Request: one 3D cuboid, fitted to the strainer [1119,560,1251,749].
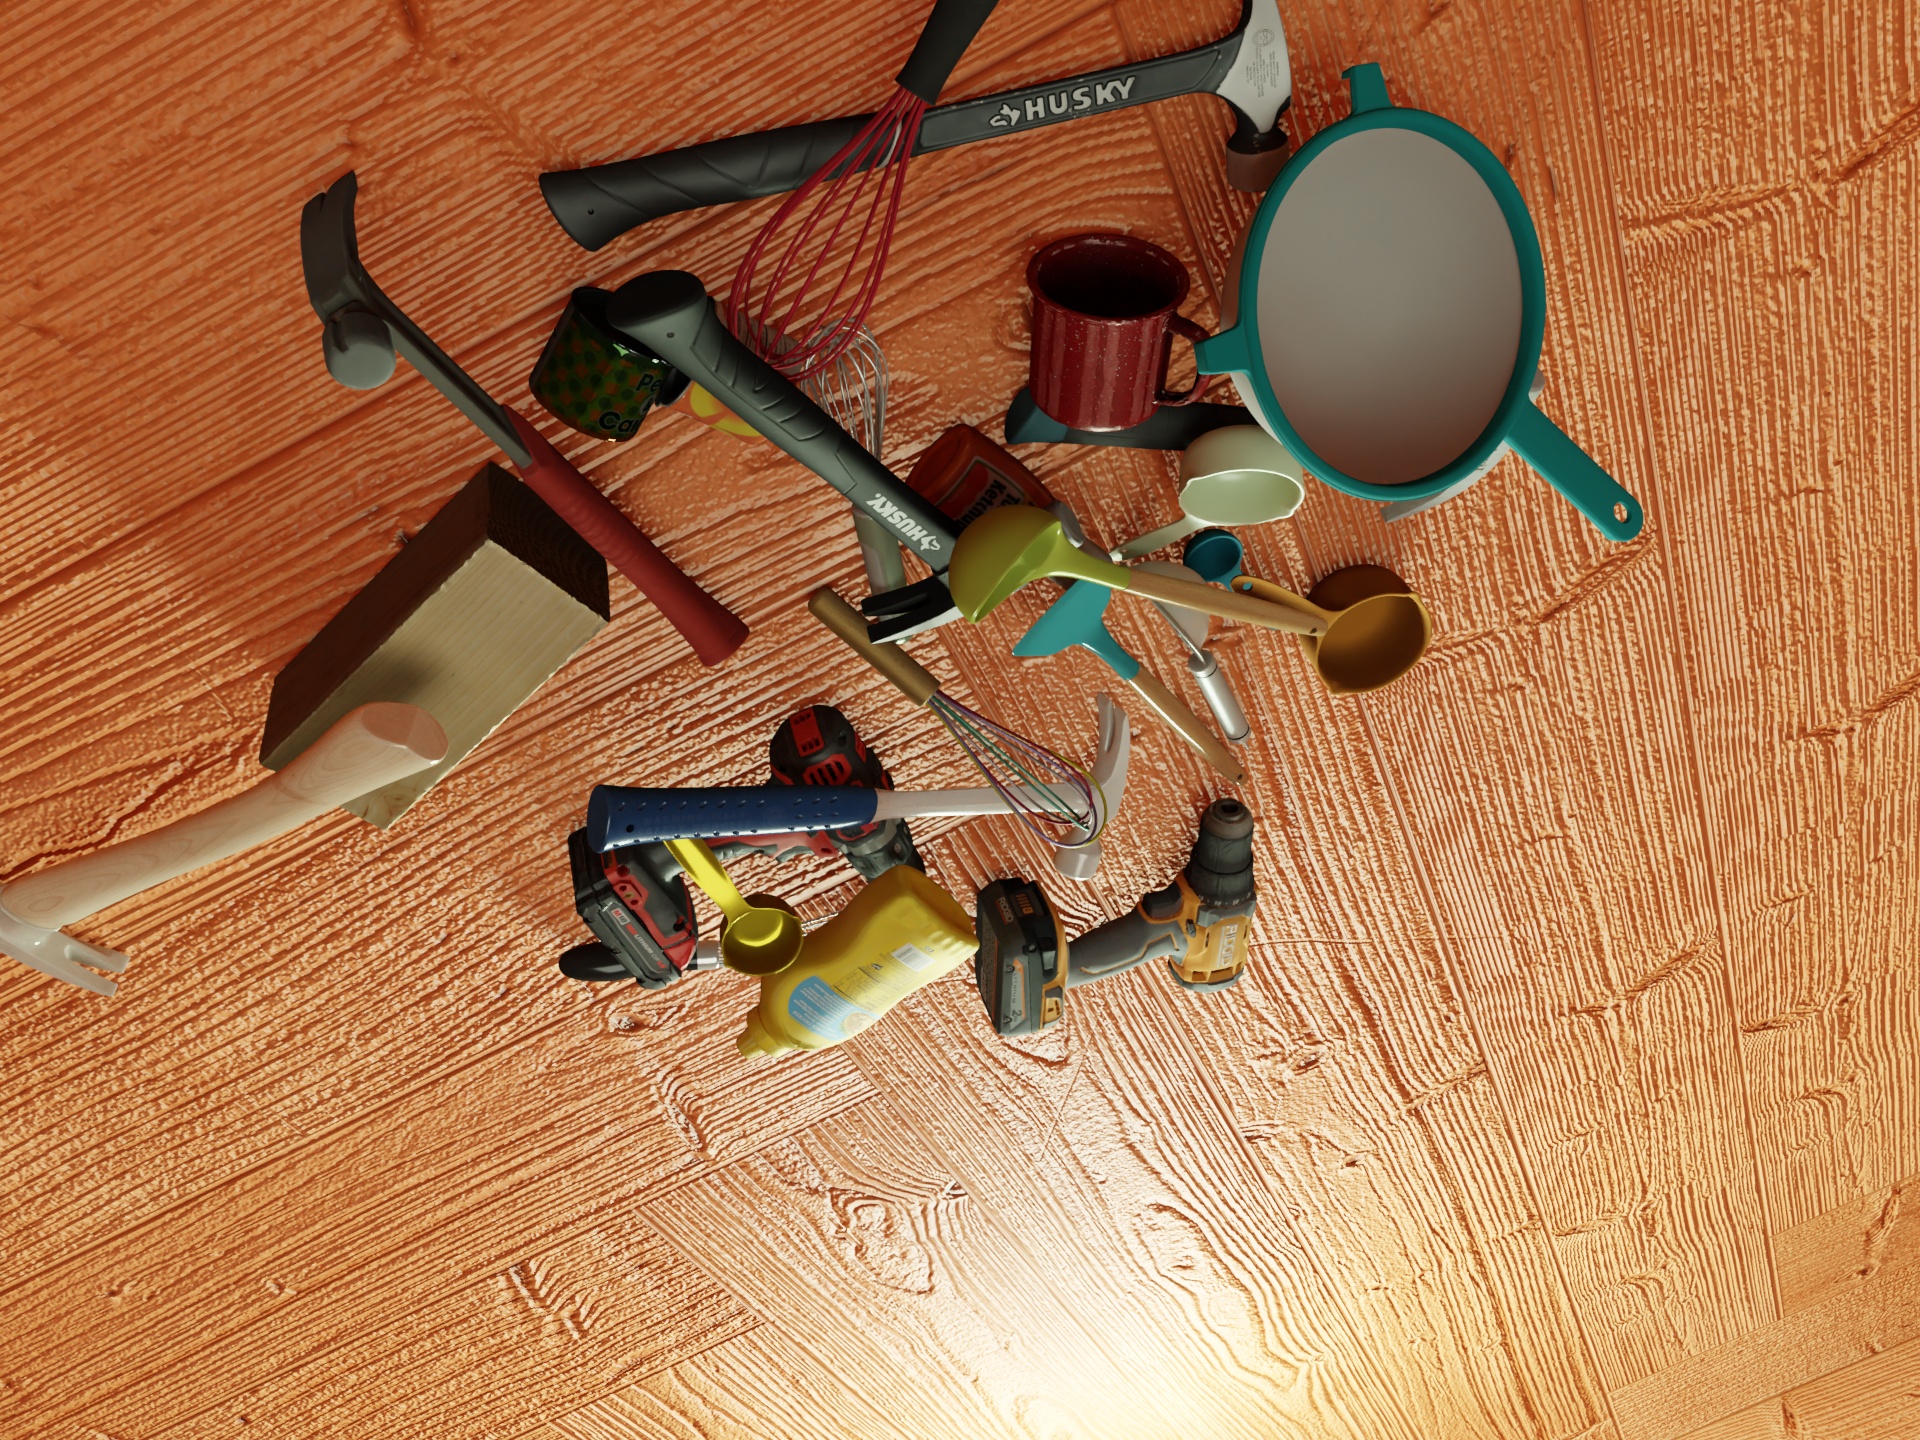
[{"bbox_3d":[0.168,-0.046,1.113,0.050,0.087,0.258,-36,141,2],"label":"strainer"}]

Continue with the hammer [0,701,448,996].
[{"bbox_3d":[-0.458,0.078,0.964,0.410,0.038,0.146,-20,135,26],"label":"hammer"}]

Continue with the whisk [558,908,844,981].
[{"bbox_3d":[-0.159,0.174,1.205,0.284,0.070,0.070,-2,129,-8],"label":"whisk"}]

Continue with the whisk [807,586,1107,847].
[{"bbox_3d":[0.000,-0.005,1.043,0.245,0.051,0.047,41,108,-2],"label":"whisk"}]

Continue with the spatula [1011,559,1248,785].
[{"bbox_3d":[0.136,-0.016,1.115,0.082,0.044,0.317,-46,136,6],"label":"spatula"}]

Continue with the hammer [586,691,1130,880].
[{"bbox_3d":[-0.050,0.051,1.070,0.405,0.035,0.144,-1,118,-34],"label":"hammer"}]

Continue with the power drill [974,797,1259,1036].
[{"bbox_3d":[0.130,0.153,1.255,0.226,0.084,0.185,-10,130,-14],"label":"power drill"}]

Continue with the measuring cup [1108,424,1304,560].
[{"bbox_3d":[0.147,-0.142,1.012,0.083,0.038,0.167,13,160,-30],"label":"measuring cup"}]

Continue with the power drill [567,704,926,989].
[{"bbox_3d":[-0.143,0.103,1.136,0.226,0.080,0.187,-27,131,2],"label":"power drill"}]

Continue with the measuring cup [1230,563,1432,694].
[{"bbox_3d":[0.249,-0.081,1.114,0.173,0.052,0.095,20,121,-27],"label":"measuring cup"}]

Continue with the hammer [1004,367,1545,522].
[{"bbox_3d":[0.192,-0.185,1.008,0.331,0.033,0.128,1,145,-12],"label":"hammer"}]

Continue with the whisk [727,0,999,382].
[{"bbox_3d":[-0.033,-0.300,0.806,0.073,0.073,0.295,22,113,-30],"label":"whisk"}]

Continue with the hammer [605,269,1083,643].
[{"bbox_3d":[-0.071,-0.141,0.877,0.146,0.035,0.334,-29,147,21],"label":"hammer"}]

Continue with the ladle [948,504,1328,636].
[{"bbox_3d":[0.124,-0.074,0.981,0.320,0.062,0.078,9,133,-37],"label":"ladle"}]

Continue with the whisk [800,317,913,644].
[{"bbox_3d":[-0.057,-0.139,0.981,0.059,0.058,0.246,-42,143,-28],"label":"whisk"}]

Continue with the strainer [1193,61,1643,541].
[{"bbox_3d":[0.273,-0.202,0.939,0.340,0.095,0.211,31,84,-27],"label":"strainer"}]

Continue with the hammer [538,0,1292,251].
[{"bbox_3d":[-0.020,-0.319,0.849,0.409,0.036,0.149,-14,130,-5],"label":"hammer"}]

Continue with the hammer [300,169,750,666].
[{"bbox_3d":[-0.231,-0.142,0.902,0.036,0.149,0.358,-30,142,10],"label":"hammer"}]

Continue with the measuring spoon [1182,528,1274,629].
[{"bbox_3d":[0.194,-0.099,1.110,0.042,0.021,0.128,-35,139,19],"label":"measuring spoon"}]

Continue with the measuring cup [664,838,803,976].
[{"bbox_3d":[-0.162,0.110,1.077,0.062,0.029,0.156,-31,119,1],"label":"measuring cup"}]
